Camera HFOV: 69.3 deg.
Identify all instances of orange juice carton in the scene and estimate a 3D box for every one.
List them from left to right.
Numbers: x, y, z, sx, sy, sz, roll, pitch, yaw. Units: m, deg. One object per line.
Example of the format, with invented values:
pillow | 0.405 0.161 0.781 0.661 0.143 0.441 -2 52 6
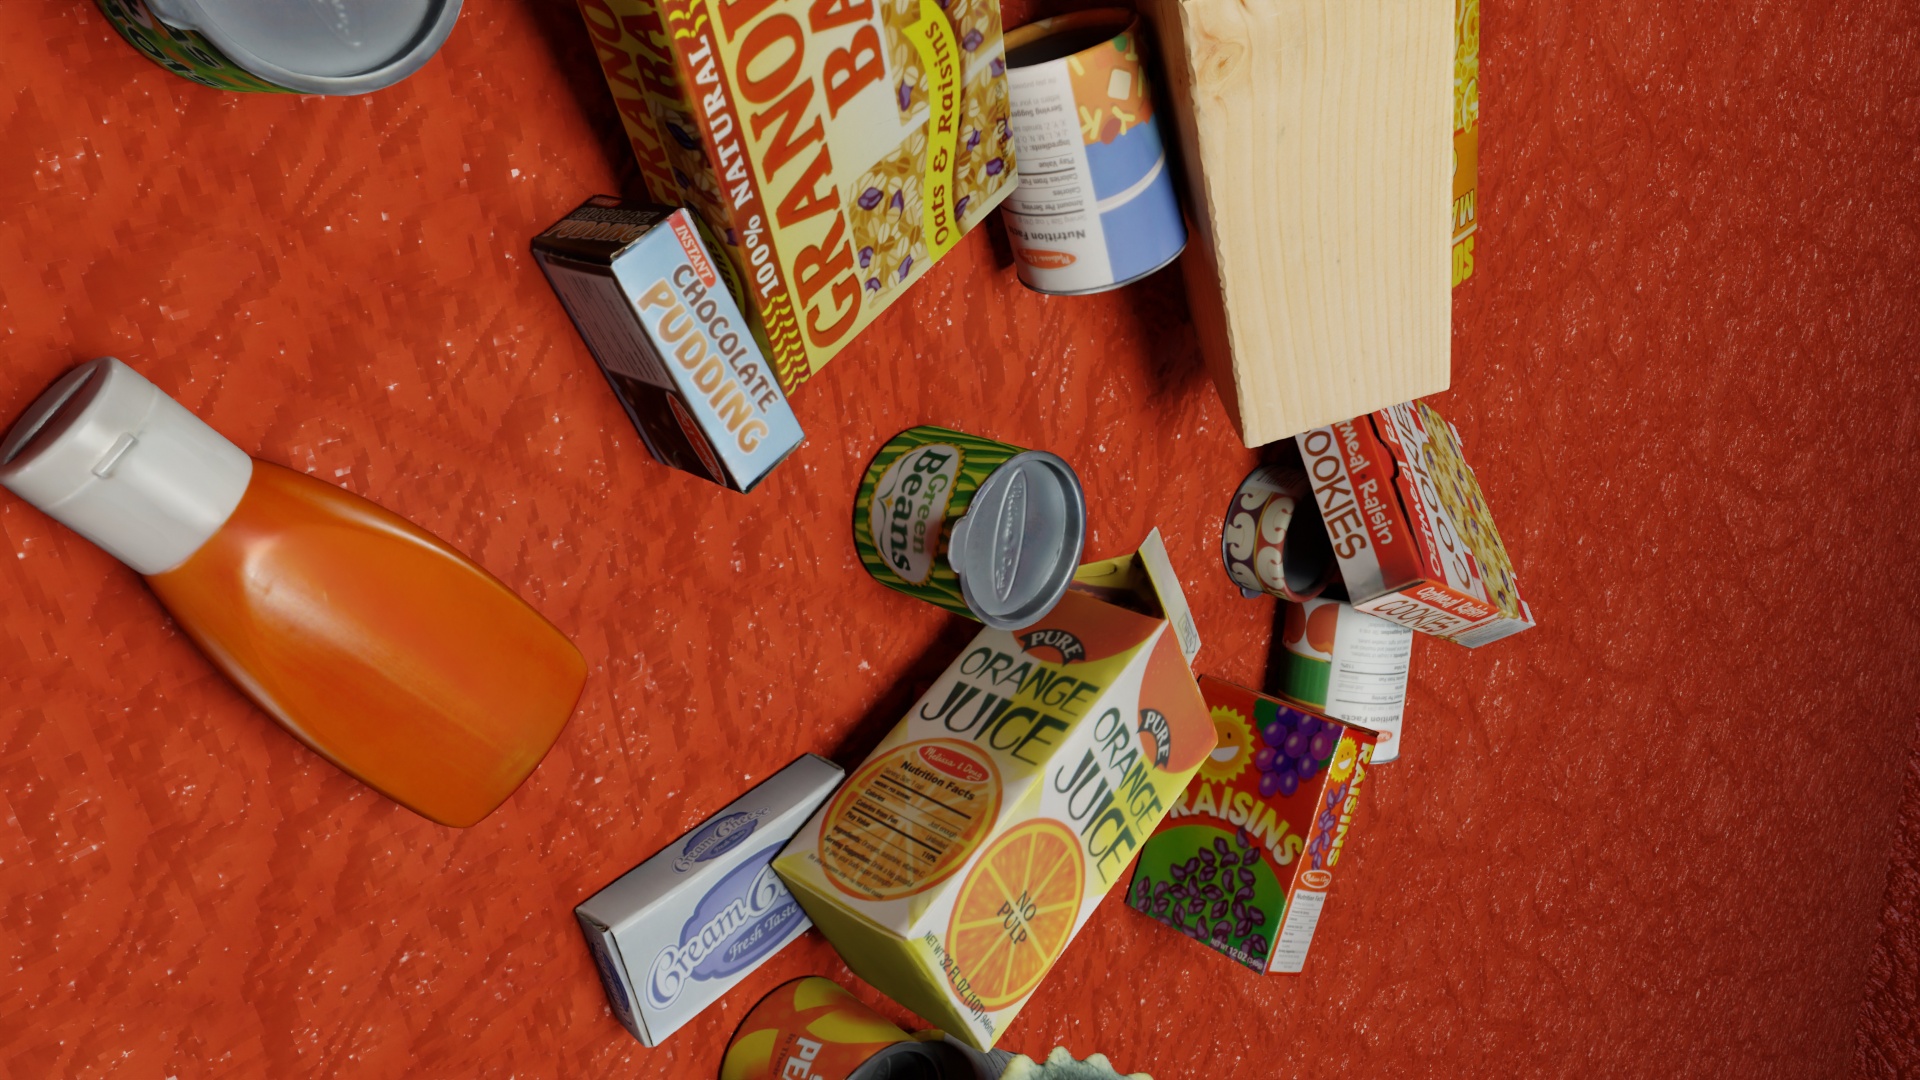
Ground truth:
orange juice carton | 0.030 0.081 0.519 0.193 0.073 0.071 -47 130 -26

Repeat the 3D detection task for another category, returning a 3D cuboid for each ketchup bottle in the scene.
ketchup bottle | -0.165 0.015 0.355 0.065 0.043 0.148 -56 135 -18

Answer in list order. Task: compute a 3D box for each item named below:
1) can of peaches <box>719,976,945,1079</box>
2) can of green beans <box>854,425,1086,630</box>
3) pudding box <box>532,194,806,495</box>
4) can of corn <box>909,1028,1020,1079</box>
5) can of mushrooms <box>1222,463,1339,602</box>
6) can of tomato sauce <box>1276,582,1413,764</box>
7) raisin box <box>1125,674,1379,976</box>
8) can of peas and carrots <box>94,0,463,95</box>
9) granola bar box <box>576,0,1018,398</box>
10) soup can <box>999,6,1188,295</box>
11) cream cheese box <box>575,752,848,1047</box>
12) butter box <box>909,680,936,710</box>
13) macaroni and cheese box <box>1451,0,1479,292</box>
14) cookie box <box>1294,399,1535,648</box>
can of peaches | -0.050 0.207 0.524 0.071 0.058 0.071 -17 115 -41
can of green beans | 0.003 -0.006 0.512 0.071 0.058 0.071 -17 115 -42
pudding box | -0.086 -0.057 0.410 0.030 0.050 0.083 -44 129 -25
can of corn | -0.002 0.245 0.582 0.058 0.071 0.071 39 74 -45
can of mushrooms | 0.164 -0.001 0.699 0.071 0.033 0.070 -17 114 -43
can of tomato sauce | 0.201 0.068 0.733 0.071 0.071 0.083 -4 101 -45
raisin box | 0.142 0.138 0.681 0.040 0.086 0.123 20 88 -46
can of peas and carrots | -0.156 -0.132 0.308 0.071 0.059 0.070 -16 114 -41
granola bar box | -0.041 -0.141 0.403 0.125 0.039 0.164 -48 150 -25
soup can | 0.044 -0.143 0.506 0.072 0.071 0.083 -39 128 -31
cream cheese box | -0.080 0.125 0.492 0.104 0.024 0.053 -31 122 -36
butter box | -0.003 0.109 0.566 0.053 0.024 0.103 5 99 -46
macaroni and cheese box | 0.207 -0.190 0.679 0.124 0.040 0.165 -31 123 -35
cookie box | 0.227 -0.017 0.699 0.167 0.040 0.123 16 54 -51
